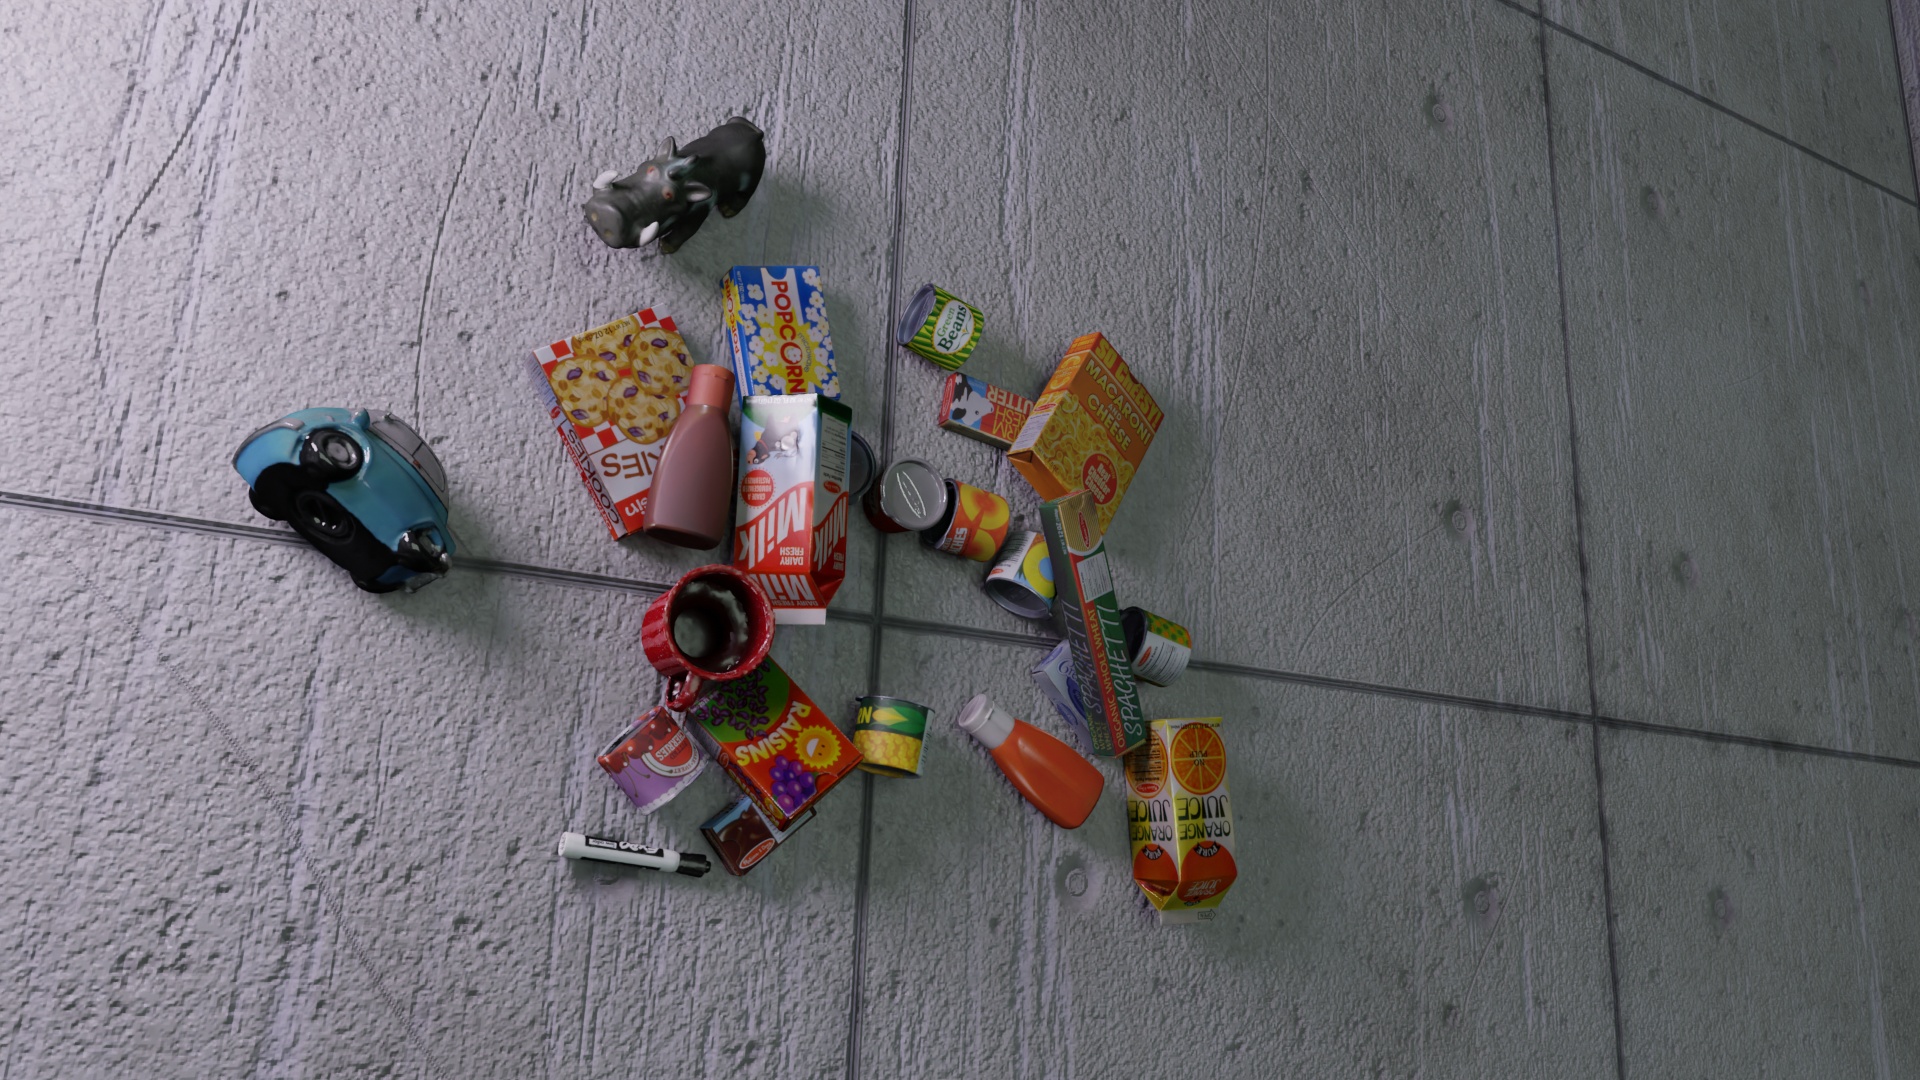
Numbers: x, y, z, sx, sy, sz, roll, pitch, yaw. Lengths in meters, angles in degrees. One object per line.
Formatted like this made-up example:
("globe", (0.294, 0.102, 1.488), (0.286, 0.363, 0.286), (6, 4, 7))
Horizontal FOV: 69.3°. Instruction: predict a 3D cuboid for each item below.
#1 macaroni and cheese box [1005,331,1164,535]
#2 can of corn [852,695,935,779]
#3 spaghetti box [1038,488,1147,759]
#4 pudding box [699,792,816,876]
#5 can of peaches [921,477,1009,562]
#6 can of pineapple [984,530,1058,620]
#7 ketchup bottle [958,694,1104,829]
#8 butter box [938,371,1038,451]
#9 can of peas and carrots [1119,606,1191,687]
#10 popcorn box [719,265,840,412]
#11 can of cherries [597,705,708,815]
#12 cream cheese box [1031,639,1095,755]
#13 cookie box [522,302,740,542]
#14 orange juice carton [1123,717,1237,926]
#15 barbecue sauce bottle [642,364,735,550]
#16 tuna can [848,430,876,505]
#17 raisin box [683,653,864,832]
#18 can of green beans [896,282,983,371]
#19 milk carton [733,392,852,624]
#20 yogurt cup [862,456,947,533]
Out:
("macaroni and cheese box", (0.128, -0.105, 1.374), (0.123, 0.040, 0.167), (47, 56, -27))
("can of corn", (-0.062, 0.170, 1.201), (0.071, 0.071, 0.058), (20, 70, -26))
("spaghetti box", (0.124, 0.079, 1.293), (0.050, 0.028, 0.249), (-21, 101, -41))
("pudding box", (-0.166, 0.231, 1.145), (0.084, 0.030, 0.049), (-37, 99, -31))
("can of peaches", (0.005, -0.016, 1.282), (0.058, 0.071, 0.071), (18, 70, -27))
("can of pineapple", (0.065, 0.033, 1.307), (0.071, 0.071, 0.058), (37, 63, -18))
("ketchup bottle", (0.064, 0.200, 1.280), (0.148, 0.043, 0.065), (41, 61, -16))
("butter box", (0.031, -0.121, 1.348), (0.103, 0.024, 0.053), (18, 70, -26))
("can of peas and carrots", (0.183, 0.103, 1.363), (0.059, 0.070, 0.071), (23, 68, -25))
("popcorn box", (-0.161, -0.179, 1.240), (0.085, 0.038, 0.127), (-6, 82, -30))
("can of cherries", (-0.240, 0.171, 1.091), (0.072, 0.071, 0.058), (-43, 101, -31))
("cream cheese box", (0.118, 0.150, 1.336), (0.053, 0.024, 0.103), (-43, 102, -32))
("cookie box", (-0.267, -0.099, 1.157), (0.123, 0.040, 0.167), (-29, 94, -32))
("orange juice carton", (0.211, 0.269, 1.334), (0.072, 0.073, 0.193), (3, 78, -30))
("barbecue sauce bottle", (-0.214, -0.070, 1.131), (0.065, 0.043, 0.149), (18, 69, -27))
("tuna can", (-0.111, -0.063, 1.245), (0.071, 0.032, 0.071), (7, 75, -29))
("raisin box", (-0.153, 0.163, 1.138), (0.123, 0.040, 0.086), (45, 56, 10))
("can of green beans", (-0.019, -0.201, 1.312), (0.058, 0.071, 0.071), (26, 67, -24))
("milk carton", (-0.141, -0.024, 1.172), (0.073, 0.072, 0.190), (18, 72, -70))
("yogurt cup", (-0.053, -0.038, 1.261), (0.072, 0.054, 0.072), (7, 75, -29))
